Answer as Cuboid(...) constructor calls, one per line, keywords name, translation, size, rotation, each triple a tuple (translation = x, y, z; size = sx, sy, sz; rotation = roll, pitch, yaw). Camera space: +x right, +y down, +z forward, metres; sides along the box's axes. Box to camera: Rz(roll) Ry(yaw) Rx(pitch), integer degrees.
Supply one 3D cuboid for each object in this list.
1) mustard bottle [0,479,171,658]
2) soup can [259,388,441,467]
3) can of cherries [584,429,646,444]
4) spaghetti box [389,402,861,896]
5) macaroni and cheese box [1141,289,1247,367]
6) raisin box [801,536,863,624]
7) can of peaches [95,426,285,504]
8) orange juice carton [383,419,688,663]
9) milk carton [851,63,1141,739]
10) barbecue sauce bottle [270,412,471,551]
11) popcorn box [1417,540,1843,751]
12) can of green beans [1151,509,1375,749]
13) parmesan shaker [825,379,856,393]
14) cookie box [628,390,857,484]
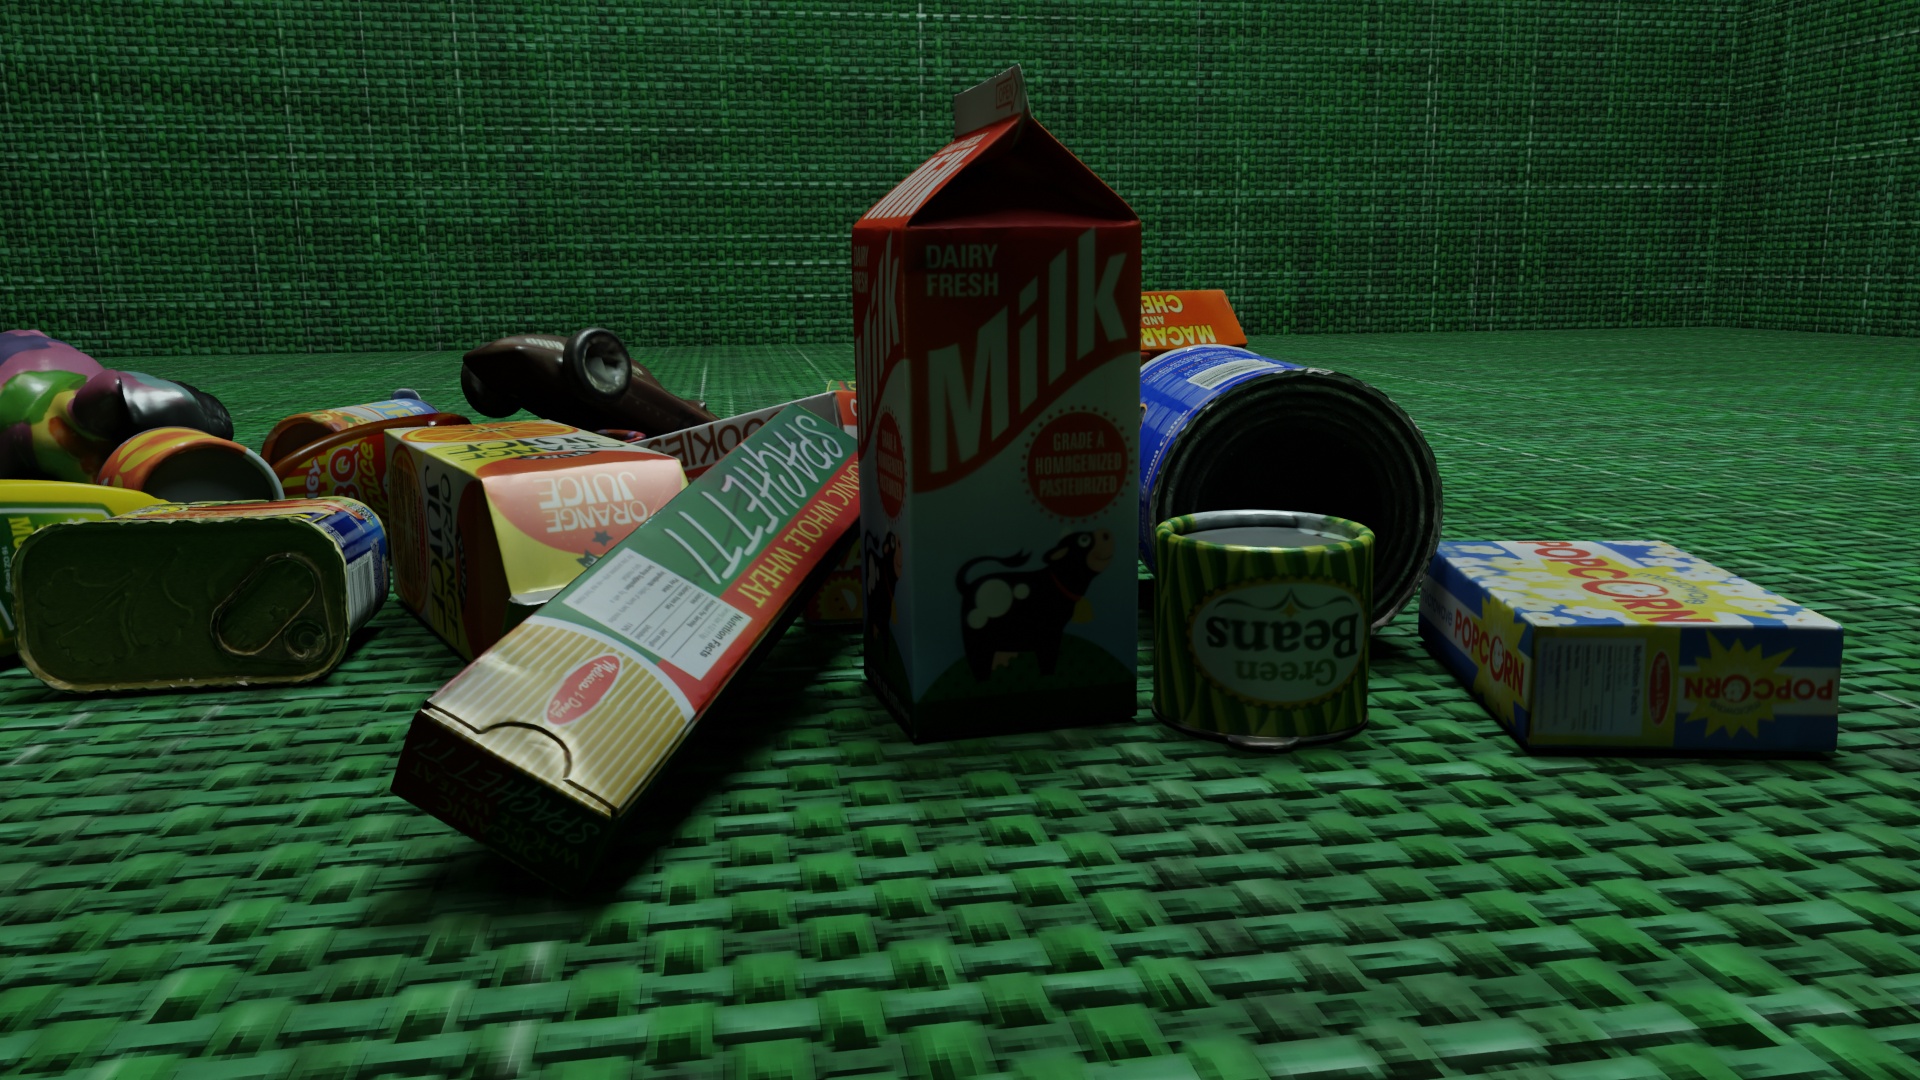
Cuboid(name="mustard bottle", translation=(-0.345, 0.006, 0.534), size=(0.049, 0.065, 0.160), rotation=(-3, 7, 12))
Cuboid(name="soup can", translation=(-0.329, -0.045, 0.764), size=(0.071, 0.071, 0.084), rotation=(3, 11, 16))
Cuboid(name="can of cherries", translation=(-0.180, -0.021, 0.670), size=(0.071, 0.058, 0.071), rotation=(-1, 11, 0))
Cuboid(name="spaghetti box", translation=(-0.073, 0.013, 0.413), size=(0.050, 0.028, 0.251), rotation=(30, 24, 0))
Cuboid(name="macaroni and cheese box", translation=(0.062, -0.077, 0.778), size=(0.124, 0.040, 0.165), rotation=(-8, -21, -33))
Cuboid(name="raisin box", translation=(-0.006, 0.006, 0.576), size=(0.123, 0.040, 0.086), rotation=(-1, 11, -9))
Cuboid(name="can of peaches", translation=(-0.355, -0.016, 0.638), size=(0.071, 0.071, 0.058), rotation=(-11, 15, -42))
Cuboid(name="orange juice carton", translation=(-0.158, 0.000, 0.522), size=(0.072, 0.073, 0.193), rotation=(-7, 13, -33))
Cuboid(name="milk carton", translation=(0.009, -0.043, 0.427), size=(0.073, 0.190, 0.072), rotation=(-4, 11, -16))
Cuboid(name="barbecue sauce bottle", translation=(-0.308, -0.024, 0.692), size=(0.148, 0.064, 0.044), rotation=(-6, 6, 19))
Cuboid(name="popcorn box", translation=(0.205, 0.029, 0.445), size=(0.085, 0.038, 0.127), rotation=(1, 11, 4))
Cuboid(name="can of green beans", translation=(0.092, 0.024, 0.425), size=(0.071, 0.057, 0.071), rotation=(-1, 11, 0))
Cuboid(name="parmesan shaker", translation=(-0.032, -0.069, 0.893), size=(0.103, 0.071, 0.071), rotation=(0, 11, 3))
Cuboid(name="cookie box", translation=(-0.070, -0.038, 0.680), size=(0.123, 0.040, 0.168), rotation=(-12, -2, 24))
